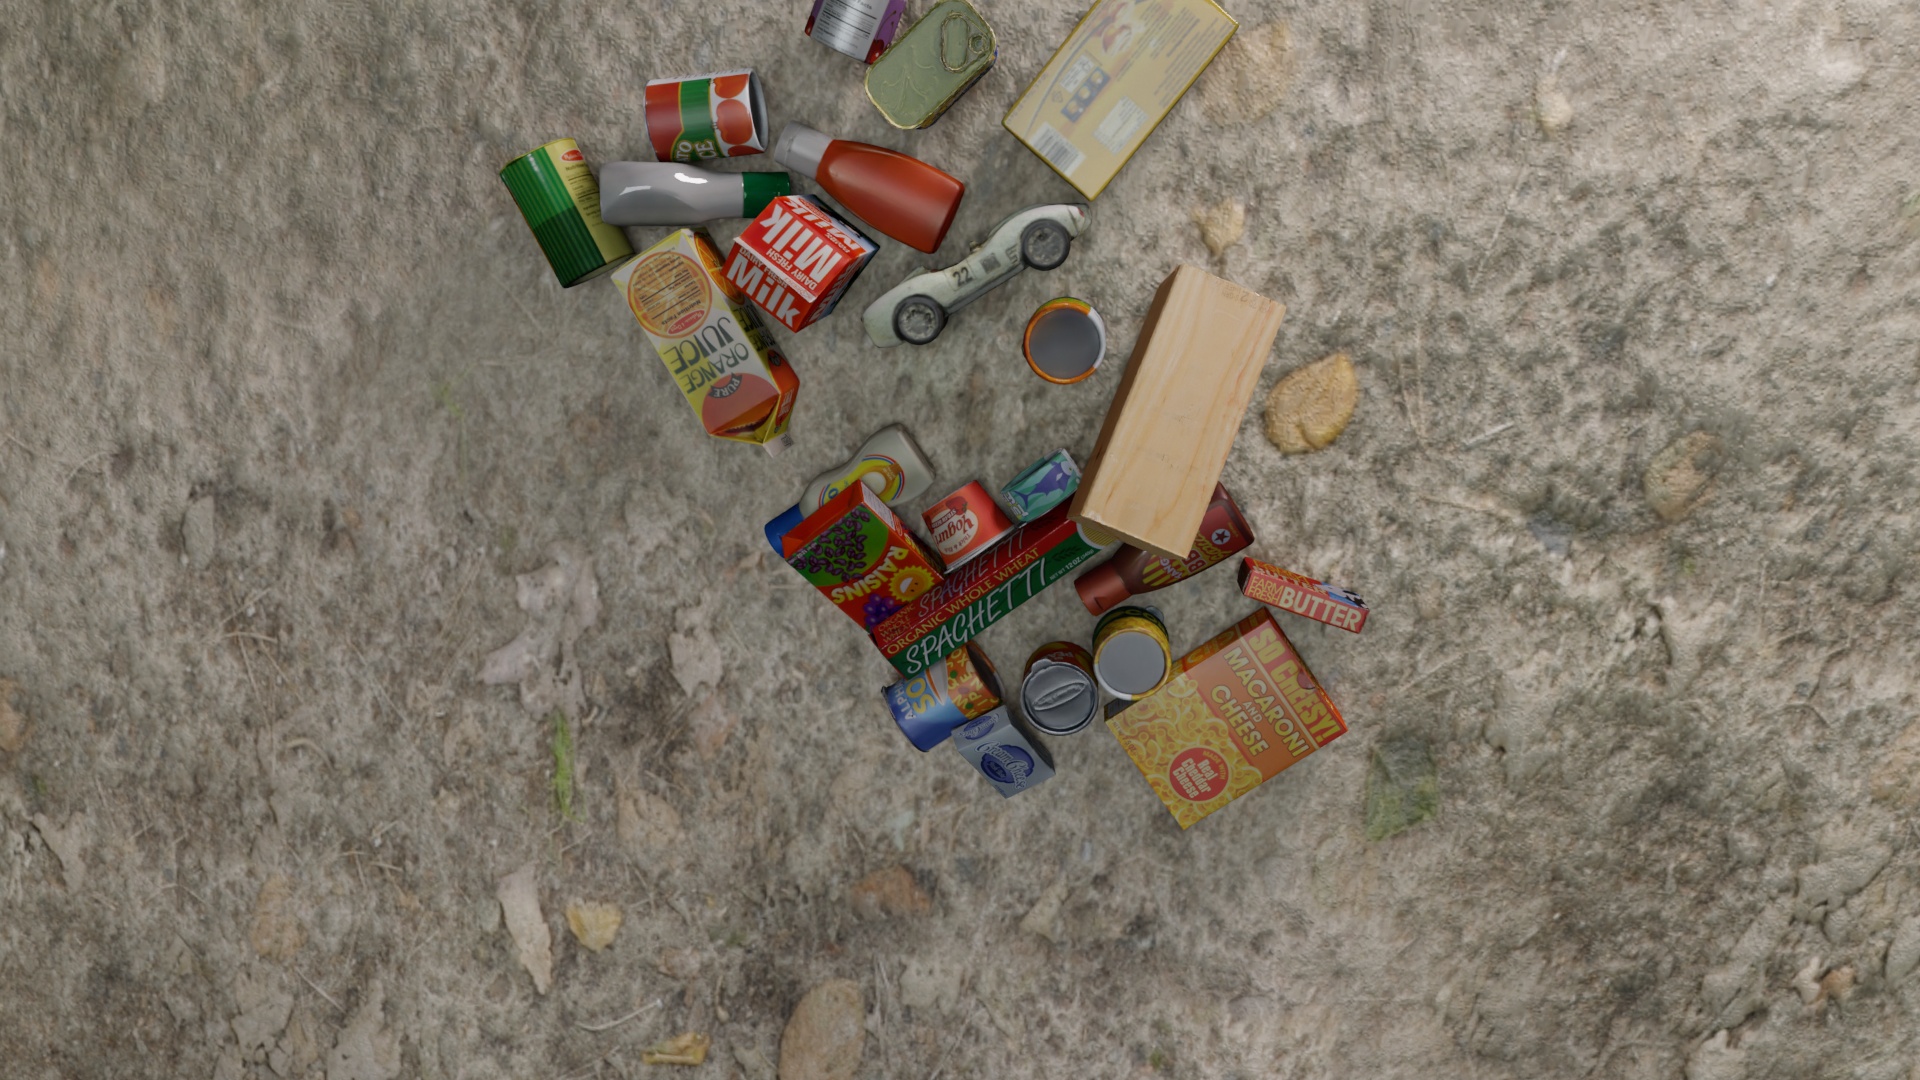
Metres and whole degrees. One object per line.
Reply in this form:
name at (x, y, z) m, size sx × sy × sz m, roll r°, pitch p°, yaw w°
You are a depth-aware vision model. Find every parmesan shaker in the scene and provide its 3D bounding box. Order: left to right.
parmesan shaker at (-0.319, -0.263, 1.123) m, size 0.071 × 0.071 × 0.103 m, roll -25°, pitch 100°, yaw 11°

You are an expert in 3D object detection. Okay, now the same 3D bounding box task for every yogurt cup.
yogurt cup at (0.004, -0.015, 1.159) m, size 0.072 × 0.072 × 0.054 m, roll -33°, pitch 91°, yaw 12°

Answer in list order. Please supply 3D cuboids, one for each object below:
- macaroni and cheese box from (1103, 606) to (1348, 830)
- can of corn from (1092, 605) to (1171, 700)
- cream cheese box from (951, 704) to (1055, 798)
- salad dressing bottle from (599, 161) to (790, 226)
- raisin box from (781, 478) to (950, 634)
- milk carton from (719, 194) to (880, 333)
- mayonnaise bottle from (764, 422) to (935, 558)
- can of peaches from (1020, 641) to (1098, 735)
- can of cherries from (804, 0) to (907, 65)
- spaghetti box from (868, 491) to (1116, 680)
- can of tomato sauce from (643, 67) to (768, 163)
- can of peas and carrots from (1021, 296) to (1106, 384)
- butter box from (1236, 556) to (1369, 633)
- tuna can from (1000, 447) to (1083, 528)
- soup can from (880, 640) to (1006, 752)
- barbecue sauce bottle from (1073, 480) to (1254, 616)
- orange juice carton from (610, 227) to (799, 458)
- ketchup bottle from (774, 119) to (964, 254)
macaroni and cheese box at (0.226, 0.154, 1.190) m, size 0.166 × 0.040 × 0.123 m, roll -34°, pitch 99°, yaw 12°
can of corn at (0.146, 0.093, 1.174) m, size 0.071 × 0.058 × 0.071 m, roll 1°, pitch 104°, yaw 5°
cream cheese box at (0.038, 0.182, 1.195) m, size 0.053 × 0.024 × 0.103 m, roll -28°, pitch 138°, yaw 10°
salad dressing bottle at (-0.211, -0.276, 1.106) m, size 0.148 × 0.064 × 0.044 m, roll -2°, pitch 76°, yaw -13°
raisin box at (-0.077, 0.019, 1.162) m, size 0.086 × 0.040 × 0.123 m, roll -37°, pitch 123°, yaw 13°
milk carton at (-0.122, -0.212, 1.056) m, size 0.072 × 0.191 × 0.073 m, roll 38°, pitch 105°, yaw -5°
mayonnaise bottle at (-0.096, -0.036, 1.173) m, size 0.148 × 0.041 × 0.064 m, roll -32°, pitch 104°, yaw 11°
can of peaches at (0.084, 0.123, 1.187) m, size 0.071 × 0.058 × 0.071 m, roll 1°, pitch 104°, yaw 6°
can of cherries at (-0.079, -0.405, 1.069) m, size 0.071 × 0.072 × 0.058 m, roll 24°, pitch 111°, yaw -1°
spaghetti box at (0.039, 0.029, 1.159) m, size 0.250 × 0.029 × 0.050 m, roll -35°, pitch 129°, yaw 5°
can of tomato sauce at (-0.200, -0.333, 1.098) m, size 0.083 × 0.071 × 0.071 m, roll -5°, pitch 103°, yaw 6°
can of peas and carrots at (0.082, -0.160, 1.118) m, size 0.071 × 0.059 × 0.070 m, roll 1°, pitch 103°, yaw 5°
butter box at (0.282, 0.045, 1.152) m, size 0.103 × 0.053 × 0.024 m, roll 19°, pitch 103°, yaw 0°
tuna can at (0.066, -0.044, 1.143) m, size 0.071 × 0.071 × 0.033 m, roll -35°, pitch 97°, yaw 12°
soup can at (-0.014, 0.131, 1.193) m, size 0.083 × 0.071 × 0.071 m, roll -34°, pitch 99°, yaw 12°
barbecue sauce bottle at (0.166, 0.012, 1.158) m, size 0.148 × 0.044 × 0.064 m, roll -31°, pitch 123°, yaw 12°
orange juice carton at (-0.196, -0.155, 1.138) m, size 0.073 × 0.072 × 0.192 m, roll -29°, pitch 99°, yaw 12°
ketchup bottle at (-0.075, -0.287, 1.109) m, size 0.149 × 0.043 × 0.064 m, roll 26°, pitch 104°, yaw -1°
